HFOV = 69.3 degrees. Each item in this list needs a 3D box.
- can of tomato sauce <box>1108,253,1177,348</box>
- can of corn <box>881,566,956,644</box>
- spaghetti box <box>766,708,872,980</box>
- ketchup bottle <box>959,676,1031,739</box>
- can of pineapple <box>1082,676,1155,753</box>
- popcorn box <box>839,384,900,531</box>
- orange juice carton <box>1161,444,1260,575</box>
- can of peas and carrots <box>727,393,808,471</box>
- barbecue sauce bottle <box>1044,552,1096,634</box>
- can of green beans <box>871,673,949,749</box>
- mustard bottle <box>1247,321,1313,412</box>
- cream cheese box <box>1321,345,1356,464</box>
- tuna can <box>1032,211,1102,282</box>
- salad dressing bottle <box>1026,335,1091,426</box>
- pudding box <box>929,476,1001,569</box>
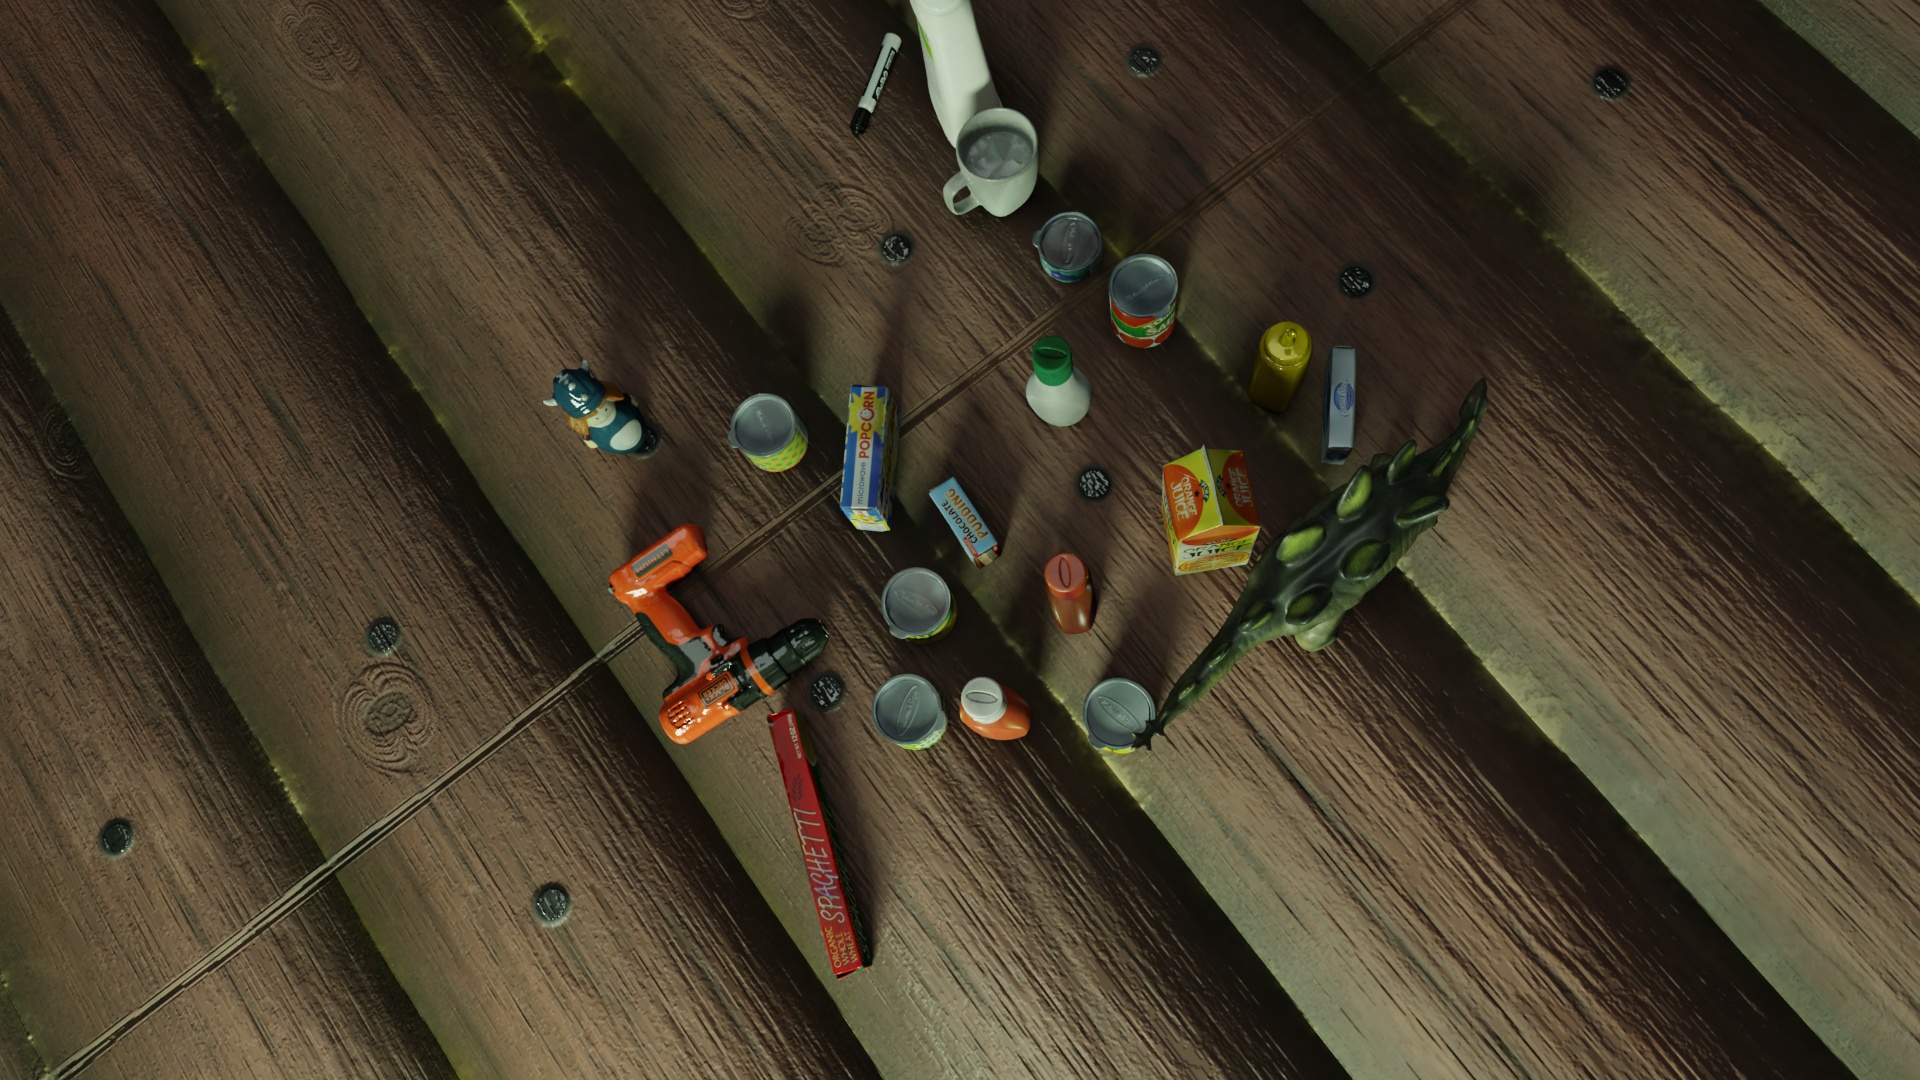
[{"bbox_3d":[0.182,-0.234,1.370,0.071,0.083,0.071,-2,76,7],"label":"can of tomato sauce"},{"bbox_3d":[-0.040,0.066,1.336,0.071,0.058,0.071,-2,76,7],"label":"can of corn"},{"bbox_3d":[-0.132,0.281,1.298,0.029,0.050,0.250,-18,74,3],"label":"spaghetti box"},{"bbox_3d":[0.028,0.152,1.259,0.065,0.148,0.043,7,78,9],"label":"ketchup bottle"},{"bbox_3d":[0.146,0.164,1.288,0.071,0.057,0.071,-2,76,7],"label":"can of pineapple"},{"bbox_3d":[-0.088,-0.080,1.365,0.038,0.085,0.127,2,76,8],"label":"popcorn box"},{"bbox_3d":[0.224,-0.026,1.256,0.073,0.192,0.072,-11,75,5],"label":"orange juice carton"},{"bbox_3d":[-0.194,-0.106,1.399,0.071,0.058,0.071,-2,76,7],"label":"can of peas and carrots"},{"bbox_3d":[0.101,0.044,1.277,0.044,0.148,0.065,-7,76,6],"label":"barbecue sauce bottle"},{"bbox_3d":[-0.046,0.163,1.313,0.071,0.057,0.071,-2,76,7],"label":"can of green beans"},{"bbox_3d":[0.301,-0.170,1.299,0.049,0.160,0.065,25,81,13],"label":"mustard bottle"},{"bbox_3d":[0.364,-0.129,1.336,0.024,0.053,0.104,4,77,8],"label":"cream cheese box"},{"bbox_3d":[0.110,-0.300,1.422,0.071,0.032,0.071,-2,76,7],"label":"tuna can"},{"bbox_3d":[0.092,-0.152,1.328,0.064,0.147,0.044,12,78,10],"label":"salad dressing bottle"},{"bbox_3d":[0.005,-0.017,1.356,0.030,0.049,0.084,-33,74,-1],"label":"pudding box"}]
